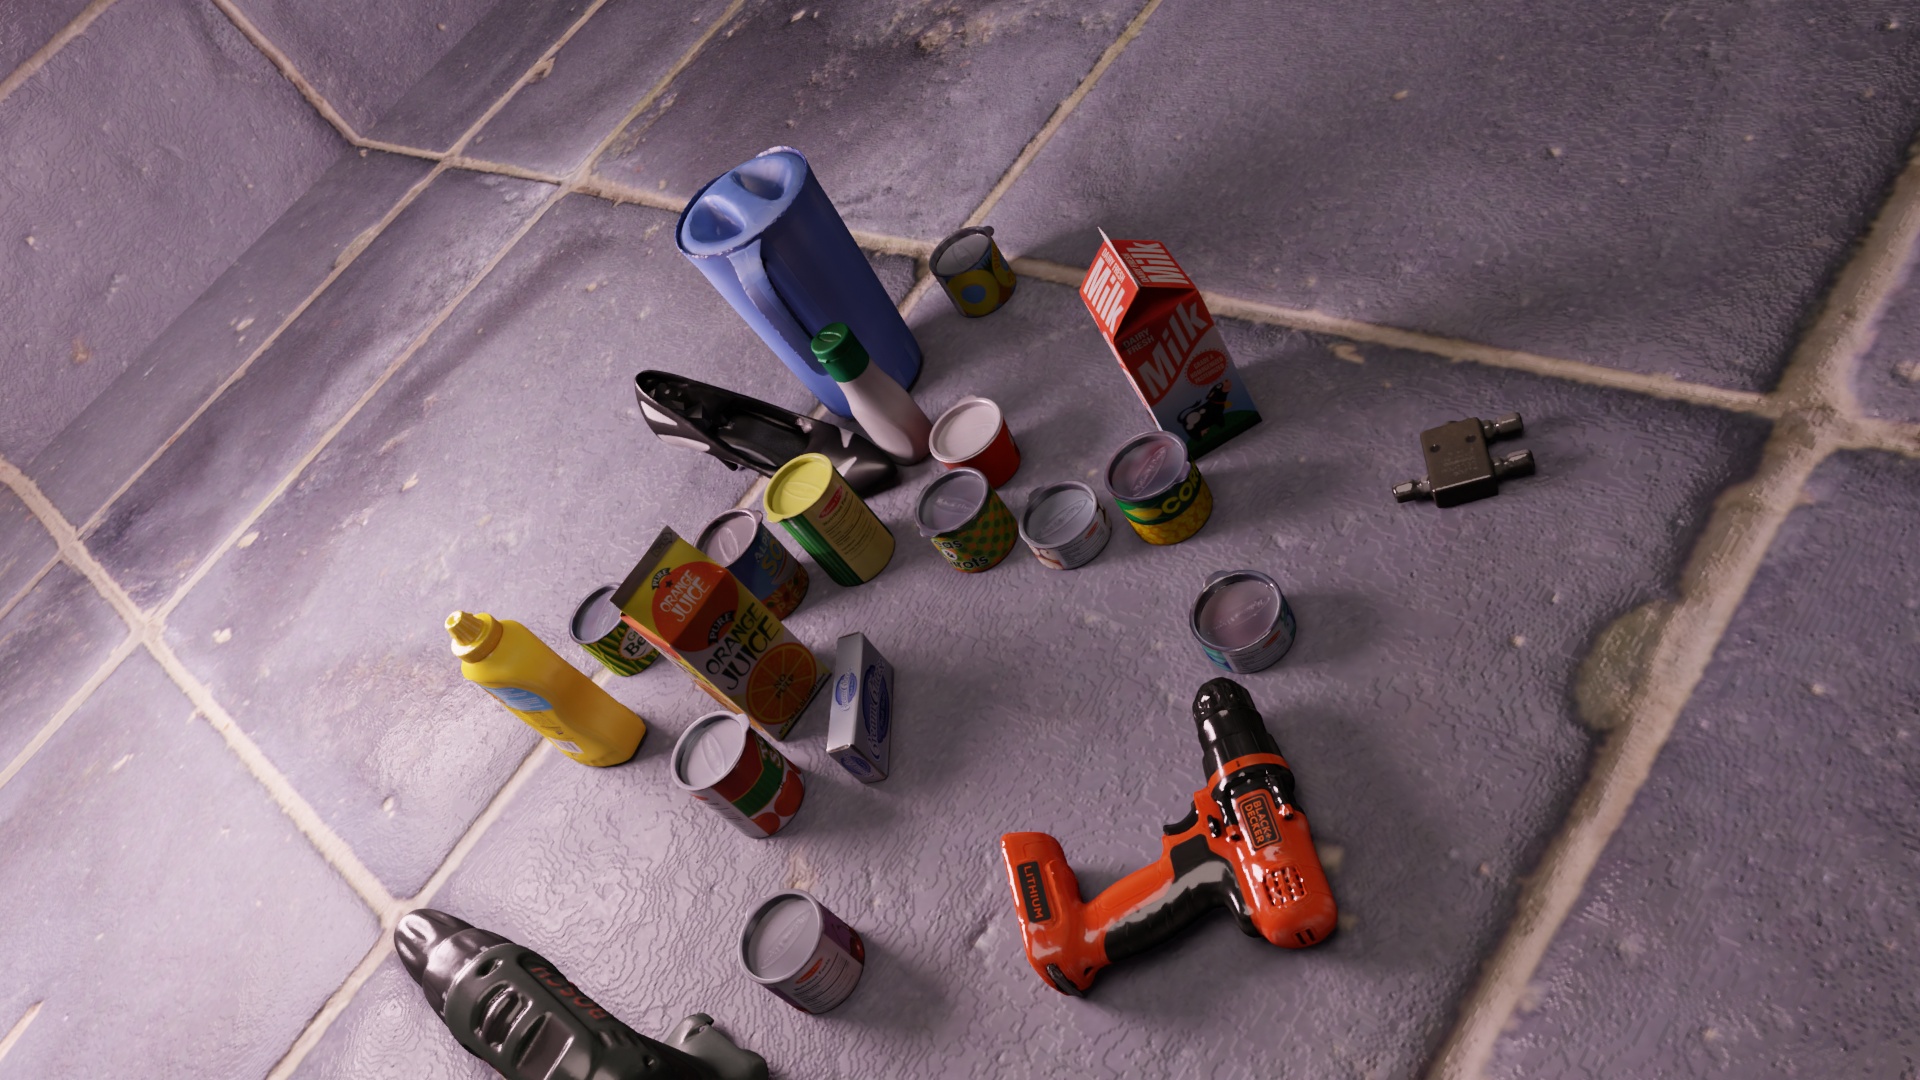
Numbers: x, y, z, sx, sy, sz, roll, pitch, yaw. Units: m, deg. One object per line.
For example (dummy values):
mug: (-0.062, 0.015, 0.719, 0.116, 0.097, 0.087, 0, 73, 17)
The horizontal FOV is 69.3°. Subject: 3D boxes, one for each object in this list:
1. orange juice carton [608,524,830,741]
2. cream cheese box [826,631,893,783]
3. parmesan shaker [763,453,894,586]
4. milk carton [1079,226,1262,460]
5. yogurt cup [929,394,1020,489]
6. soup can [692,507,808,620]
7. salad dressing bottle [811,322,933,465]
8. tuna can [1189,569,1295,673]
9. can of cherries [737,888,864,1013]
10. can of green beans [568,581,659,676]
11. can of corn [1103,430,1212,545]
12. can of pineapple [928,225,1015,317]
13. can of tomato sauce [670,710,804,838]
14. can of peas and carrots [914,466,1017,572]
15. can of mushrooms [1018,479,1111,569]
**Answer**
orange juice carton: (-0.191, 0.071, 1.075, 0.073, 0.192, 0.072, 20, 67, 43)
cream cheese box: (-0.075, 0.126, 1.051, 0.024, 0.053, 0.104, -18, 46, 21)
parmesan shaker: (-0.110, -0.014, 1.160, 0.071, 0.102, 0.072, -19, 46, 20)
milk carton: (0.151, -0.150, 1.038, 0.073, 0.190, 0.072, -31, 43, 8)
yogurt cup: (0.015, -0.078, 1.168, 0.072, 0.053, 0.073, -18, 46, 20)
soup can: (-0.177, 0.021, 1.188, 0.071, 0.083, 0.072, -18, 46, 20)
salad dressing bottle: (-0.075, -0.126, 1.202, 0.064, 0.147, 0.044, 14, 63, 41)
tuna can: (0.192, 0.054, 0.950, 0.071, 0.032, 0.071, -18, 46, 20)
can of cherries: (-0.108, 0.276, 0.940, 0.071, 0.058, 0.072, -18, 46, 20)
can of green beans: (-0.306, 0.080, 1.244, 0.071, 0.057, 0.071, -18, 46, 20)
can of corn: (0.151, -0.038, 1.039, 0.071, 0.058, 0.071, -18, 46, 20)
can of pineapple: (0.014, -0.256, 1.321, 0.071, 0.057, 0.071, -18, 46, 20)
can of tomato sauce: (-0.165, 0.176, 1.047, 0.071, 0.083, 0.071, -18, 46, 20)
can of peas and carrots: (0.004, -0.014, 1.117, 0.071, 0.058, 0.071, -18, 46, 20)
can of mushrooms: (0.081, -0.013, 1.083, 0.071, 0.033, 0.071, -18, 46, 20)
